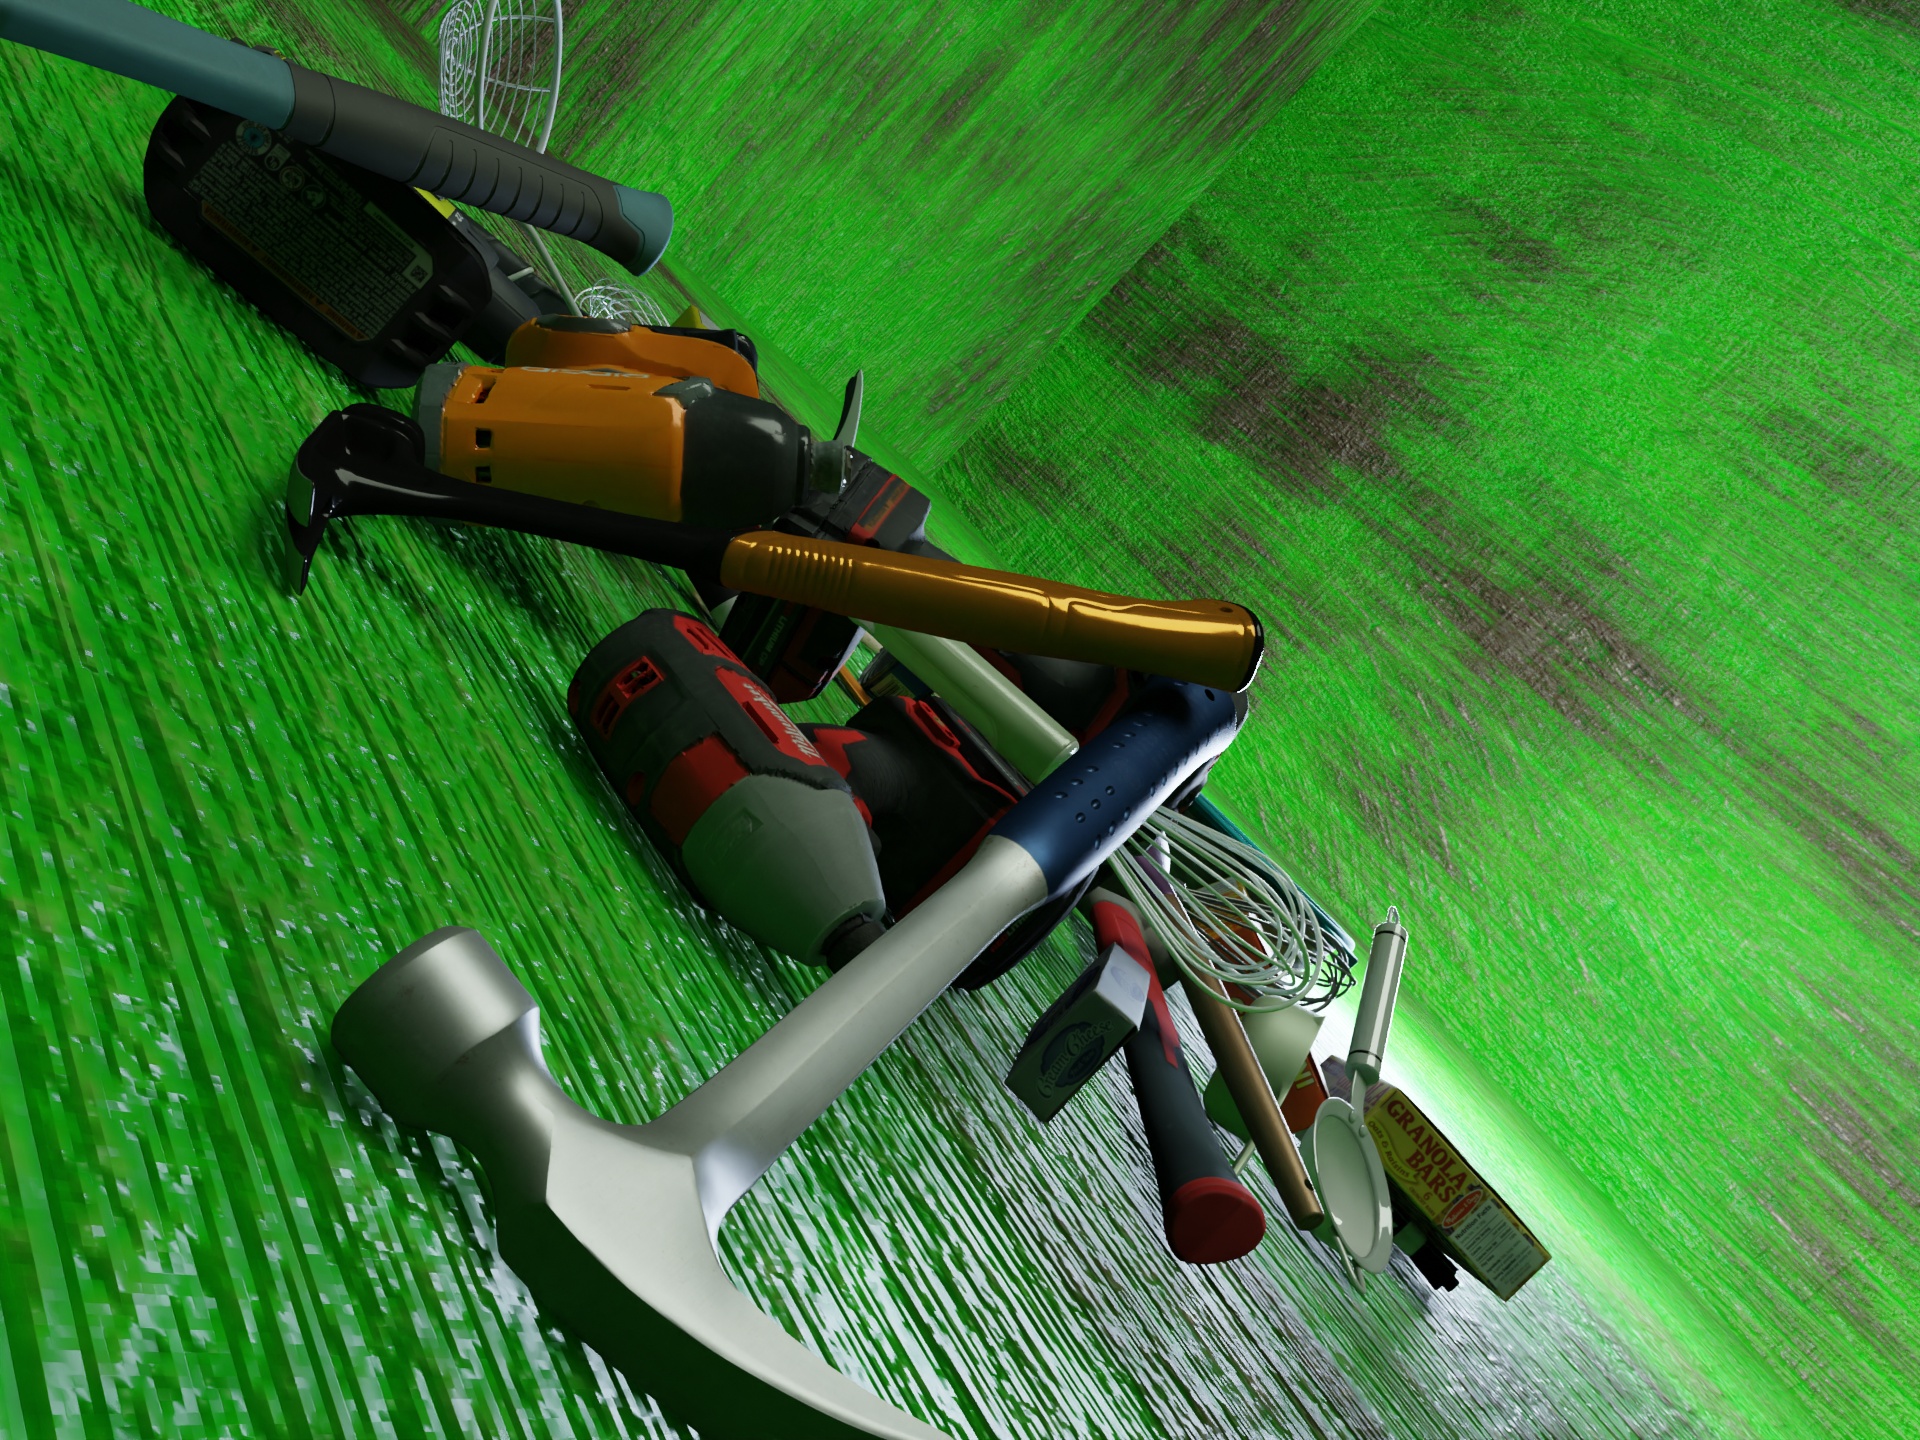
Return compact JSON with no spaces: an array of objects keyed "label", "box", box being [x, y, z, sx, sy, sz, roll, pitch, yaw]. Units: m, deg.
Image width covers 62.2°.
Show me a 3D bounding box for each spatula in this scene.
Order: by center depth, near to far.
[{"label":"spatula","box":[0.108,0.107,0.763,0.059,0.018,0.316,26,27,-31]}]

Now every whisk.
[{"label":"whisk","box":[0.044,0.023,0.635,0.246,0.059,0.057,42,-24,13]},{"label":"whisk","box":[0.111,0.095,0.851,0.239,0.055,0.055,29,12,-14]},{"label":"whisk","box":[-0.197,-0.223,1.203,0.285,0.070,0.070,51,9,8]}]

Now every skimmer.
[{"label":"skimmer","box":[-0.176,-0.228,0.840,0.363,0.090,0.127,62,-1,1]}]

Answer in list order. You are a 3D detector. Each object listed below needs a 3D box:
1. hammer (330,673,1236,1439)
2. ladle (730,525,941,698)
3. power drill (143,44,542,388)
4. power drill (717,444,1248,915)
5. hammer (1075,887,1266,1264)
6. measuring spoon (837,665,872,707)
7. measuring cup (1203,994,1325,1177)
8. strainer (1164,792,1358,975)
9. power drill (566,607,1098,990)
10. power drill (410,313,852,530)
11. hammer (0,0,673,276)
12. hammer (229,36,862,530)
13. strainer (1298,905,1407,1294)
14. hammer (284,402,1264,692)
[{"label":"hammer","box":[0.015,0.053,0.464,0.144,0.035,0.405,48,29,5]},{"label":"ladle","box":[-0.069,-0.066,1.126,0.315,0.031,0.069,37,14,-53]},{"label":"power drill","box":[-0.276,-0.227,0.745,0.190,0.080,0.229,41,6,-24]},{"label":"power drill","box":[-0.001,-0.002,0.751,0.226,0.187,0.080,31,39,-2]},{"label":"hammer","box":[0.080,0.140,0.783,0.143,0.038,0.386,42,8,-8]},{"label":"measuring spoon","box":[-0.085,-0.039,0.980,0.117,0.011,0.021,51,10,18]},{"label":"measuring cup","box":[0.137,0.186,0.782,0.038,0.083,0.167,29,19,16]},{"label":"strainer","box":[0.133,0.078,1.166,0.340,0.095,0.211,42,5,2]},{"label":"power drill","box":[-0.038,0.040,0.590,0.143,0.078,0.219,48,12,24]},{"label":"power drill","box":[-0.134,-0.125,0.689,0.164,0.084,0.227,2,17,-8]},{"label":"hammer","box":[-0.241,-0.227,0.594,0.330,0.033,0.128,5,62,-50]},{"label":"hammer","box":[-0.237,-0.243,0.905,0.408,0.149,0.036,35,-11,-13]},{"label":"strainer","box":[0.212,0.193,0.847,0.086,0.050,0.259,54,40,-23]},{"label":"hammer","box":[-0.050,-0.050,0.544,0.336,0.034,0.127,10,20,-15]}]
